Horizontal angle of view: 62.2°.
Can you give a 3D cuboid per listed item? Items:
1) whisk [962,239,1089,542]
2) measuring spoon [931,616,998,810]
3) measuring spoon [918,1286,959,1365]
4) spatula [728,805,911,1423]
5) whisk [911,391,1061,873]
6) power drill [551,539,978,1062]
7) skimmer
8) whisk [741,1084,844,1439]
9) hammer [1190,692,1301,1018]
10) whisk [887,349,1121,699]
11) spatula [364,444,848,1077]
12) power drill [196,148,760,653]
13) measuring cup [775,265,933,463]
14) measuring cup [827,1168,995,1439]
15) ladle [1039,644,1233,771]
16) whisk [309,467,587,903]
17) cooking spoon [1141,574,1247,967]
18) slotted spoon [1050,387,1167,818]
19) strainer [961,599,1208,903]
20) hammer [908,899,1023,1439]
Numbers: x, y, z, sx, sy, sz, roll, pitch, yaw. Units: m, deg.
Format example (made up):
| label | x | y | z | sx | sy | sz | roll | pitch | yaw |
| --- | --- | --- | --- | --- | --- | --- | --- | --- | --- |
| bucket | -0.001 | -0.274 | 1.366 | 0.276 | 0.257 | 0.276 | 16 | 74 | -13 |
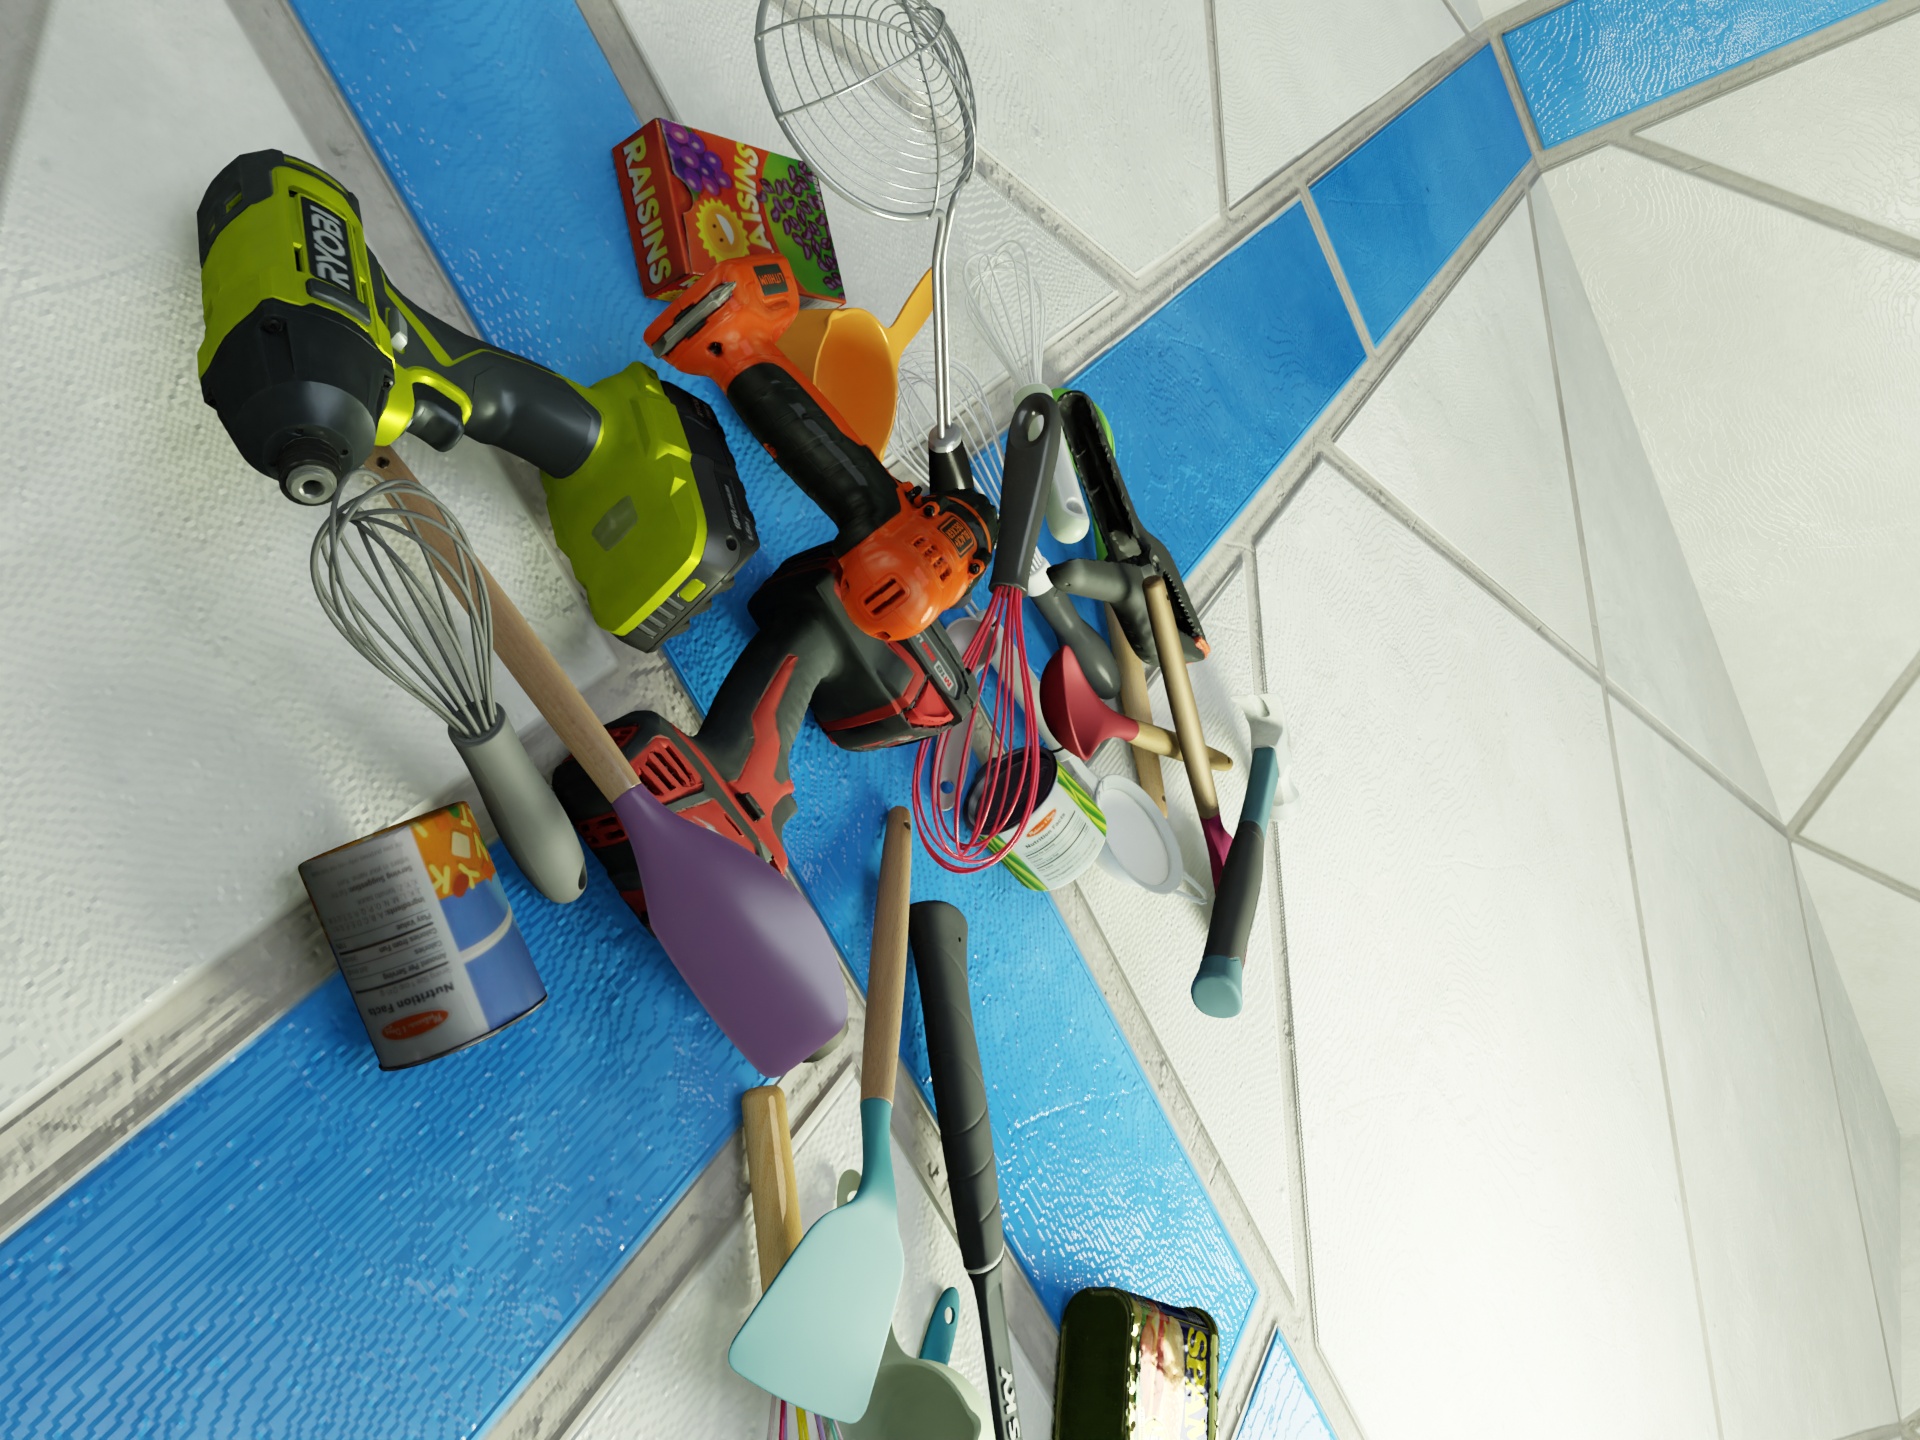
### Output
| label | x | y | z | sx | sy | sz | roll | pitch | yaw |
| --- | --- | --- | --- | --- | --- | --- | --- | --- | --- |
| whisk | 0.044 | -0.211 | 1.005 | 0.057 | 0.059 | 0.247 | 9 | 53 | -32 |
| measuring spoon | -0.001 | -0.003 | 0.942 | 0.018 | 0.034 | 0.124 | 104 | -4 | -68 |
| measuring spoon | -0.013 | 0.345 | 0.790 | 0.042 | 0.021 | 0.129 | 45 | 46 | -33 |
| spatula | -0.049 | 0.168 | 0.778 | 0.082 | 0.044 | 0.318 | 39 | 36 | -31 |
| whisk | 0.023 | -0.056 | 0.908 | 0.073 | 0.073 | 0.296 | 28 | 65 | -44 |
| power drill | -0.078 | 0.034 | 0.781 | 0.187 | 0.080 | 0.227 | 57 | 43 | -21 |
| skimmer | -0.036 | -0.208 | 0.842 | 0.127 | 0.090 | 0.362 | -54 | 155 | -36 |
| whisk | -0.077 | 0.290 | 0.721 | 0.047 | 0.051 | 0.245 | 35 | 44 | -68 |
| hammer | 0.195 | 0.088 | 1.079 | 0.331 | 0.033 | 0.128 | -61 | 142 | -57 |
| whisk | 0.032 | -0.114 | 1.000 | 0.284 | 0.070 | 0.070 | 54 | 41 | -31 |
| spatula | -0.152 | 0.008 | 0.661 | 0.060 | 0.018 | 0.316 | -37 | 88 | -16 |
| power drill | -0.194 | -0.117 | 0.647 | 0.223 | 0.080 | 0.171 | 25 | 33 | -46 |
| measuring cup | -0.061 | -0.208 | 0.890 | 0.174 | 0.052 | 0.095 | -62 | 147 | -39 |
| measuring cup | -0.031 | 0.299 | 0.762 | 0.038 | 0.083 | 0.168 | 43 | 28 | -56 |
| ladle | 0.122 | 0.008 | 1.048 | 0.315 | 0.031 | 0.069 | 17 | 63 | -59 |
| whisk | -0.184 | 0.000 | 0.606 | 0.238 | 0.055 | 0.055 | 80 | 21 | -50 |
| cooking spoon | 0.163 | 0.042 | 1.078 | 0.069 | 0.017 | 0.318 | -65 | 144 | -52 |
| slotted spoon | 0.109 | -0.085 | 1.110 | 0.070 | 0.031 | 0.314 | -3 | 81 | -56 |
| strainer | 0.070 | 0.024 | 1.007 | 0.258 | 0.050 | 0.087 | 55 | 30 | -15 |
| hammer | 0.011 | 0.296 | 0.819 | 0.149 | 0.036 | 0.409 | 18 | 61 | -62 |
